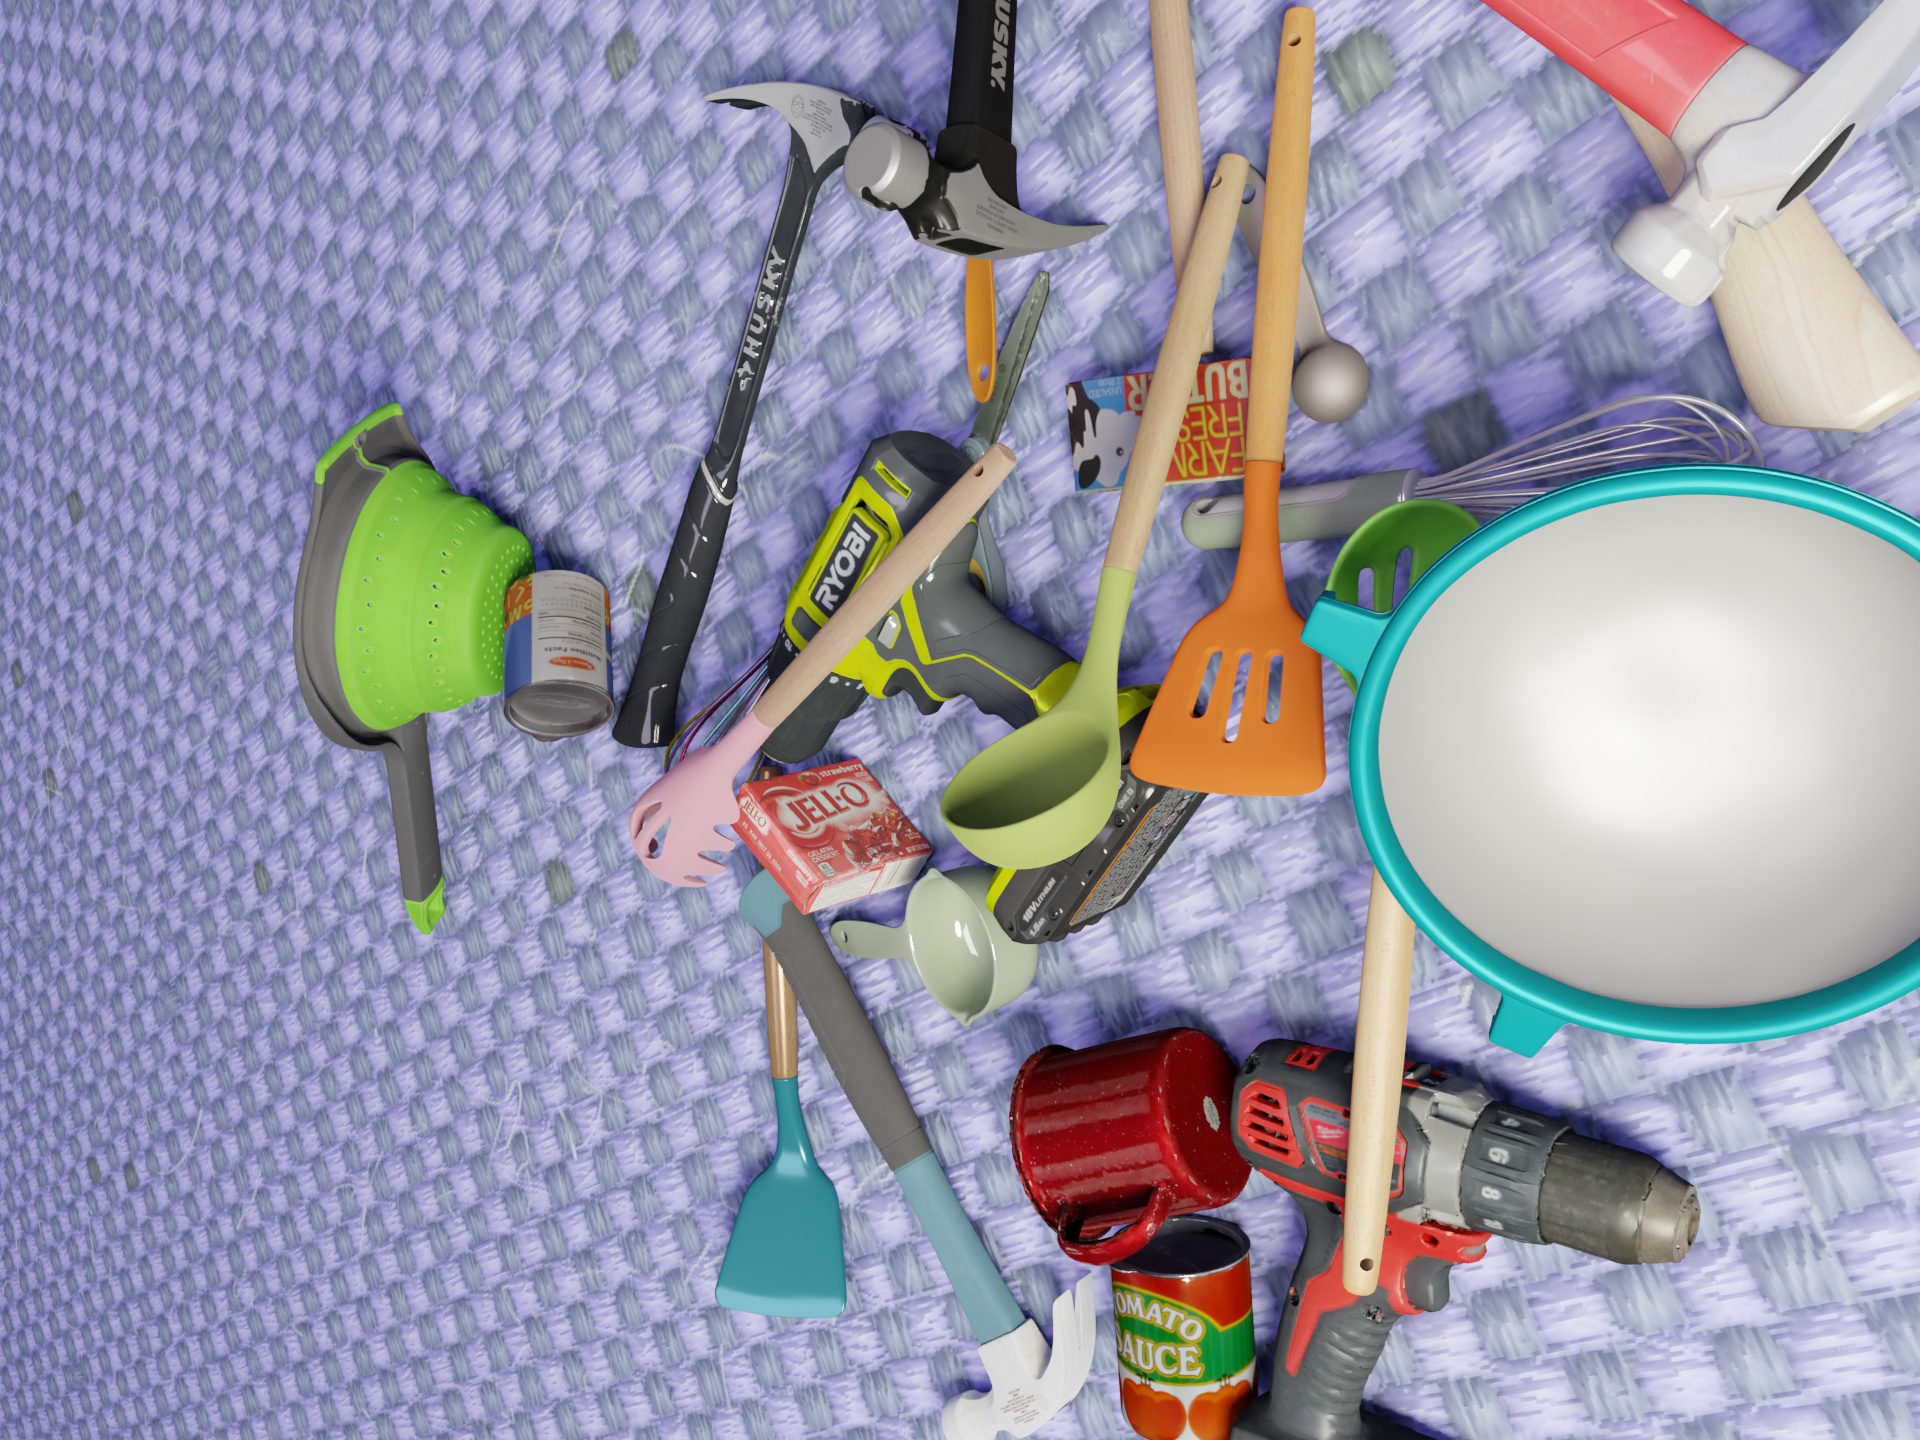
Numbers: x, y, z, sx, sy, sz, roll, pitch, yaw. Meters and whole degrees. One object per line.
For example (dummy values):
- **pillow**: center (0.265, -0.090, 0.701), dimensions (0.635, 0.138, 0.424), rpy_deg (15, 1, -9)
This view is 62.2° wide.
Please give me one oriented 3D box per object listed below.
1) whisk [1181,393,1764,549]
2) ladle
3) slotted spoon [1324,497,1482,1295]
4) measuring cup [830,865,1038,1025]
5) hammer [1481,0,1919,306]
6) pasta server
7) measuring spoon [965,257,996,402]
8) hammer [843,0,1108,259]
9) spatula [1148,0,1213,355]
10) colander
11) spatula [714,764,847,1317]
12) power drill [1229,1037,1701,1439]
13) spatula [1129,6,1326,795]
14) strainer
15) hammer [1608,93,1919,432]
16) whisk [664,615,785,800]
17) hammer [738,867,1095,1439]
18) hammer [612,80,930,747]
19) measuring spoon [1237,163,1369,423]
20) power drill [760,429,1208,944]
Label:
- **whisk**: center (0.190, -0.090, 0.636), dimensions (0.246, 0.058, 0.059), rpy_deg (-1, 126, 45)
- **ladle**: center (0.065, -0.092, 0.666), dimensions (0.078, 0.062, 0.320), rpy_deg (11, 83, 53)
- **slotted spoon**: center (0.167, 0.072, 0.622), dimensions (0.070, 0.031, 0.314), rpy_deg (3, 95, -2)
- **measuring cup**: center (-0.016, 0.115, 0.854), dimensions (0.167, 0.038, 0.083), rpy_deg (-7, 95, 57)
- **hammer**: center (0.166, -0.323, 0.576), dimensions (0.387, 0.038, 0.143), rpy_deg (49, 120, 22)
- **pasta server**: center (-0.074, -0.019, 0.769), dimensions (0.316, 0.040, 0.060), rpy_deg (-45, 67, 29)
- **measuring spoon**: center (0.013, -0.214, 0.781), dimensions (0.021, 0.011, 0.117), rpy_deg (0, 91, 50)
- **hammer**: center (0.019, -0.371, 0.706), dimensions (0.035, 0.146, 0.335), rpy_deg (1, 86, 40)
- **spatula**: center (0.090, -0.319, 0.703), dimensions (0.060, 0.018, 0.316), rpy_deg (-4, 93, 47)
- **colander**: center (-0.341, -0.008, 1.066), dimensions (0.094, 0.205, 0.396), rpy_deg (9, 124, 5)
- **spatula**: center (-0.106, 0.185, 0.929), dimensions (0.082, 0.044, 0.317), rpy_deg (-1, 94, 17)
- **power drill**: center (0.198, 0.257, 0.663), dimensions (0.188, 0.080, 0.226), rpy_deg (8, 99, 39)
- **spatula**: center (0.124, -0.131, 0.649), dimensions (0.081, 0.041, 0.322), rpy_deg (5, 91, 25)
- **strainer**: center (0.300, -0.019, 0.521), dimensions (0.340, 0.095, 0.211), rpy_deg (-20, 107, 29)
- **hammer**: center (0.229, -0.287, 0.578), dimensions (0.146, 0.038, 0.411), rpy_deg (-37, 73, 36)
- **whisk**: center (-0.107, -0.034, 0.898), dimensions (0.047, 0.051, 0.245), rpy_deg (53, 123, 28)
- **hammer**: center (-0.034, 0.229, 0.869), dimensions (0.128, 0.033, 0.331), rpy_deg (-39, 76, 37)
- **hammer**: center (-0.138, -0.158, 0.910), dimensions (0.149, 0.036, 0.408), rpy_deg (38, 119, 31)
- **measuring spoon**: center (0.138, -0.185, 0.681), dimensions (0.034, 0.018, 0.124), rpy_deg (-29, 77, 40)
- **power drill**: center (-0.001, -0.002, 0.776), dimensions (0.229, 0.080, 0.190), rpy_deg (44, 122, 22)
